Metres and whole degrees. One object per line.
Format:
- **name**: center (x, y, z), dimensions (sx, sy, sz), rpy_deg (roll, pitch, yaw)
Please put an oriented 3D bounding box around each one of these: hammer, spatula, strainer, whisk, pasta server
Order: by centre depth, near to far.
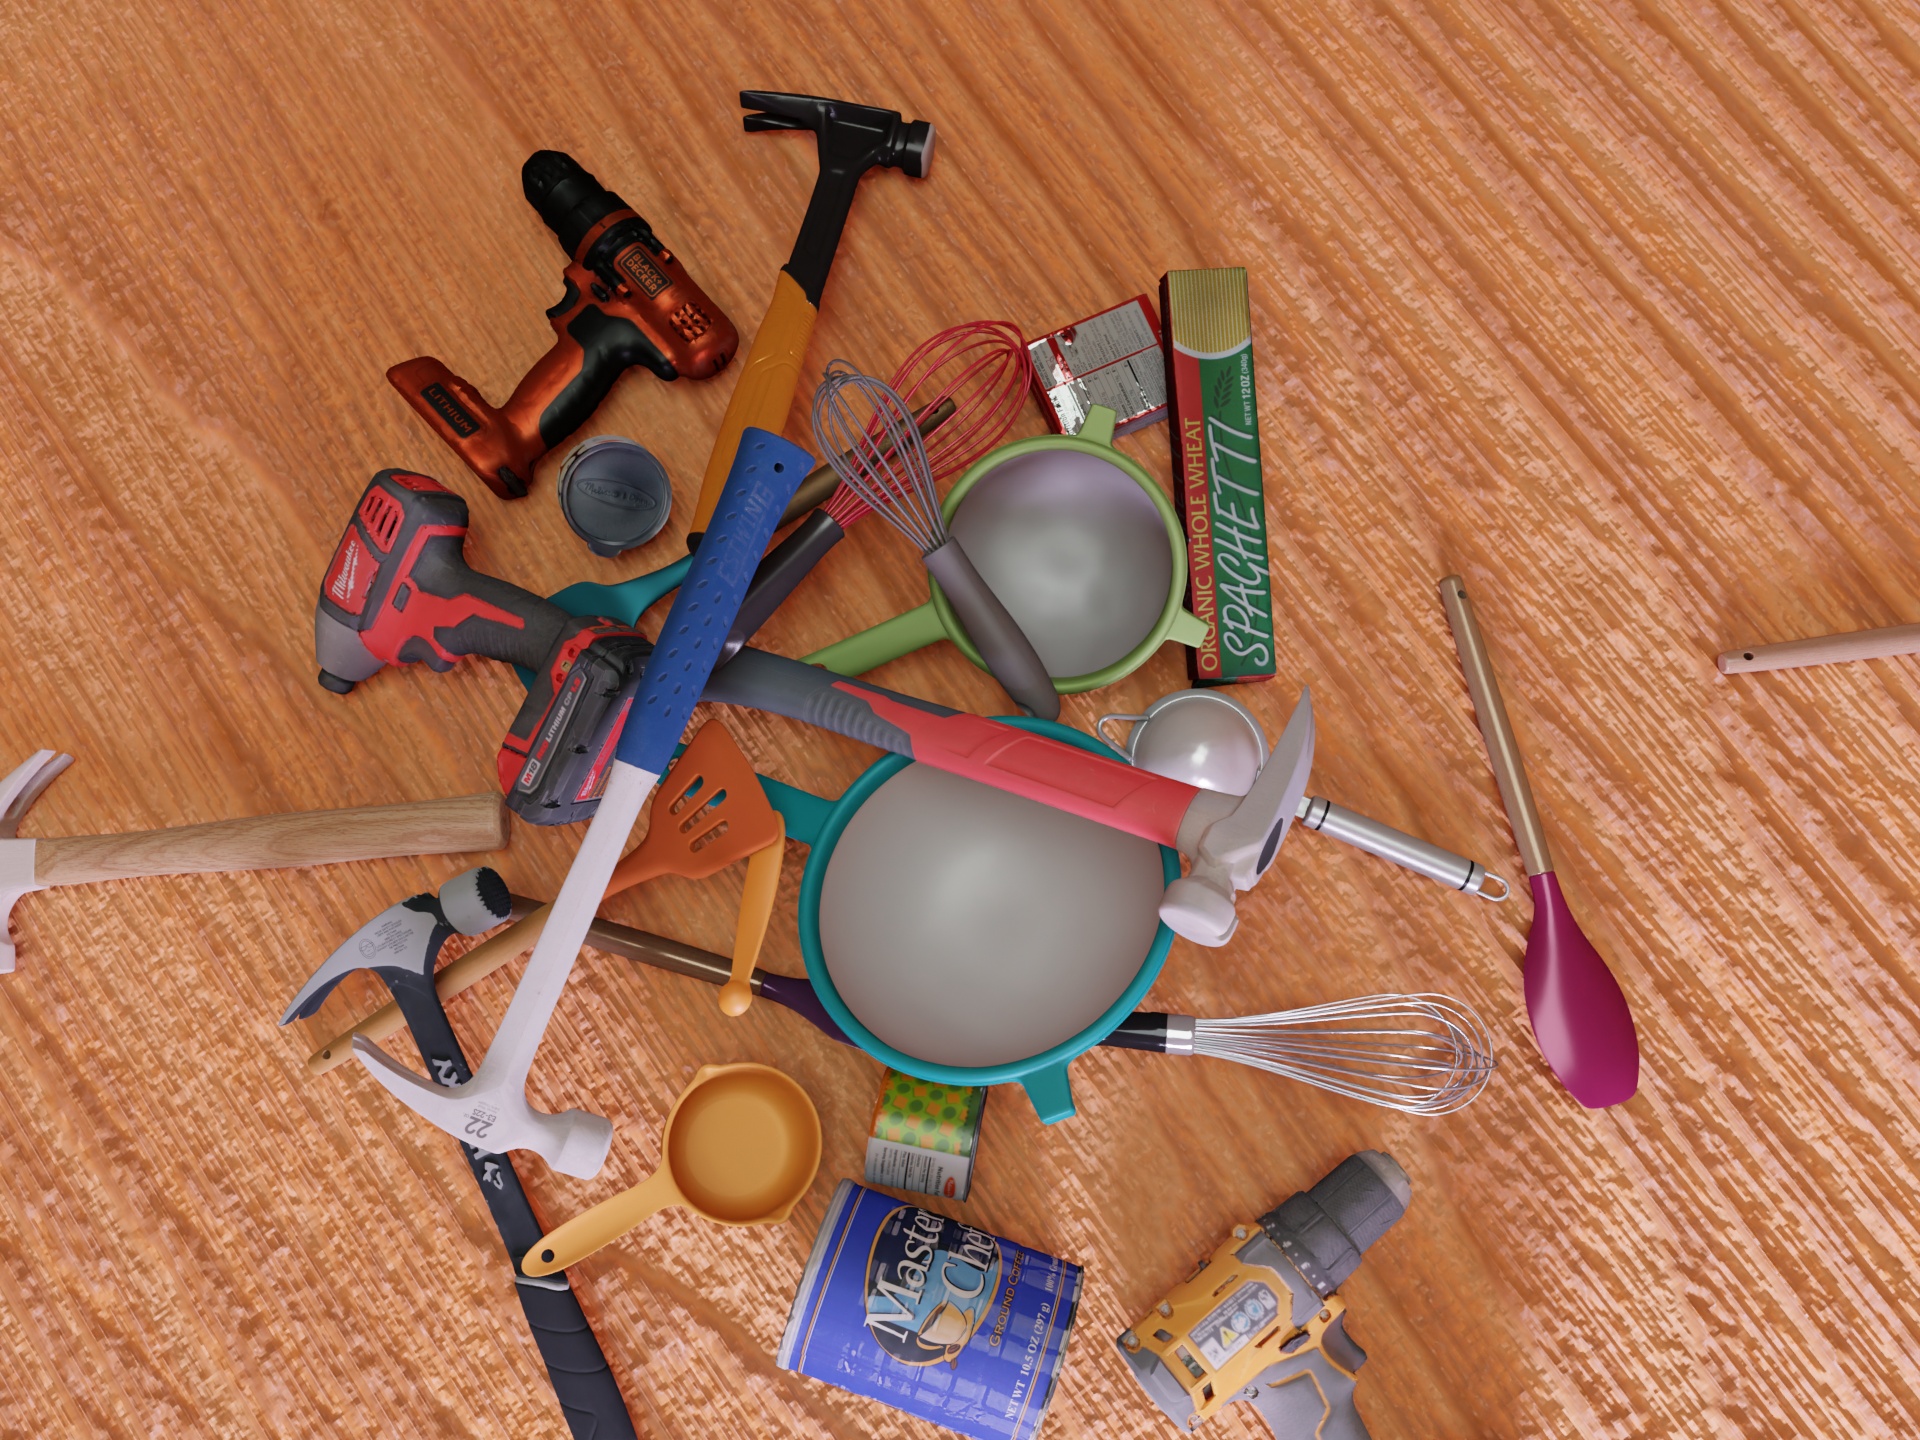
- **hammer**: center (-0.182, 0.033, 0.846), dimensions (0.144, 0.035, 0.405), rpy_deg (25, 85, -20)
- **hammer**: center (-0.001, -0.003, 0.878), dimensions (0.386, 0.038, 0.143), rpy_deg (18, 64, 29)
- **hammer**: center (-0.246, 0.295, 0.884), dimensions (0.149, 0.036, 0.409), rpy_deg (-26, 85, 12)
- **whisk**: center (-0.010, -0.097, 0.893), dimensions (0.055, 0.055, 0.239), rpy_deg (-34, 102, -4)
- **whisk**: center (0.157, 0.181, 0.902), dimensions (0.284, 0.070, 0.070), rpy_deg (4, 80, 8)
- **spatula**: center (-0.247, 0.116, 0.913), dimensions (0.322, 0.041, 0.081), rpy_deg (-32, 75, 5)
- **strainer**: center (-0.031, 0.091, 0.915), dimensions (0.340, 0.095, 0.211), rpy_deg (19, 69, 26)
- **spatula**: center (-0.138, 0.145, 0.929), dimensions (0.316, 0.018, 0.060), rpy_deg (15, 38, 8)
- **strainer**: center (0.201, 0.049, 0.931), dimensions (0.258, 0.050, 0.087), rpy_deg (23, 88, 3)
- **whisk**: center (-0.064, -0.130, 0.935), dimensions (0.073, 0.073, 0.296), rpy_deg (42, 78, 8)
- **pasta server**: center (0.609, -0.058, 0.935), dimensions (0.316, 0.040, 0.060), rpy_deg (-8, 67, 2)
- **hammer**: center (-0.437, 0.072, 0.953), dimensions (0.331, 0.031, 0.130), rpy_deg (-6, 80, 1)
- **strainer**: center (0.012, -0.075, 0.955), dimensions (0.256, 0.069, 0.151), rpy_deg (-23, 99, 15)
- **hammer**: center (-0.111, -0.242, 0.958), dimensions (0.127, 0.034, 0.337), rpy_deg (12, 66, 3)
- **spatula**: center (-0.136, -0.111, 0.982), dimensions (0.317, 0.044, 0.082), rpy_deg (-33, 80, -9)

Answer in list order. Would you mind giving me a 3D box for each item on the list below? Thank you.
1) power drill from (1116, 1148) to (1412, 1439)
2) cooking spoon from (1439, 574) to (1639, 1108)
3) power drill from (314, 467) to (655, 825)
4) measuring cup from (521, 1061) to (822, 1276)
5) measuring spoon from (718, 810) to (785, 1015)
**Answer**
- **power drill**: center (0.222, 0.363, 0.853), dimensions (0.185, 0.084, 0.226), rpy_deg (-40, 76, -7)
- **cooking spoon**: center (0.331, 0.065, 0.927), dimensions (0.068, 0.017, 0.319), rpy_deg (-8, 76, -20)
- **power drill**: center (-0.286, -0.037, 0.935), dimensions (0.220, 0.078, 0.143), rpy_deg (34, 103, 16)
- **measuring cup**: center (-0.160, 0.256, 0.879), dimensions (0.173, 0.052, 0.095), rpy_deg (-27, 81, -18)
- **measuring spoon**: center (-0.115, 0.104, 0.873), dimensions (0.021, 0.011, 0.117), rpy_deg (0, 68, 26)
